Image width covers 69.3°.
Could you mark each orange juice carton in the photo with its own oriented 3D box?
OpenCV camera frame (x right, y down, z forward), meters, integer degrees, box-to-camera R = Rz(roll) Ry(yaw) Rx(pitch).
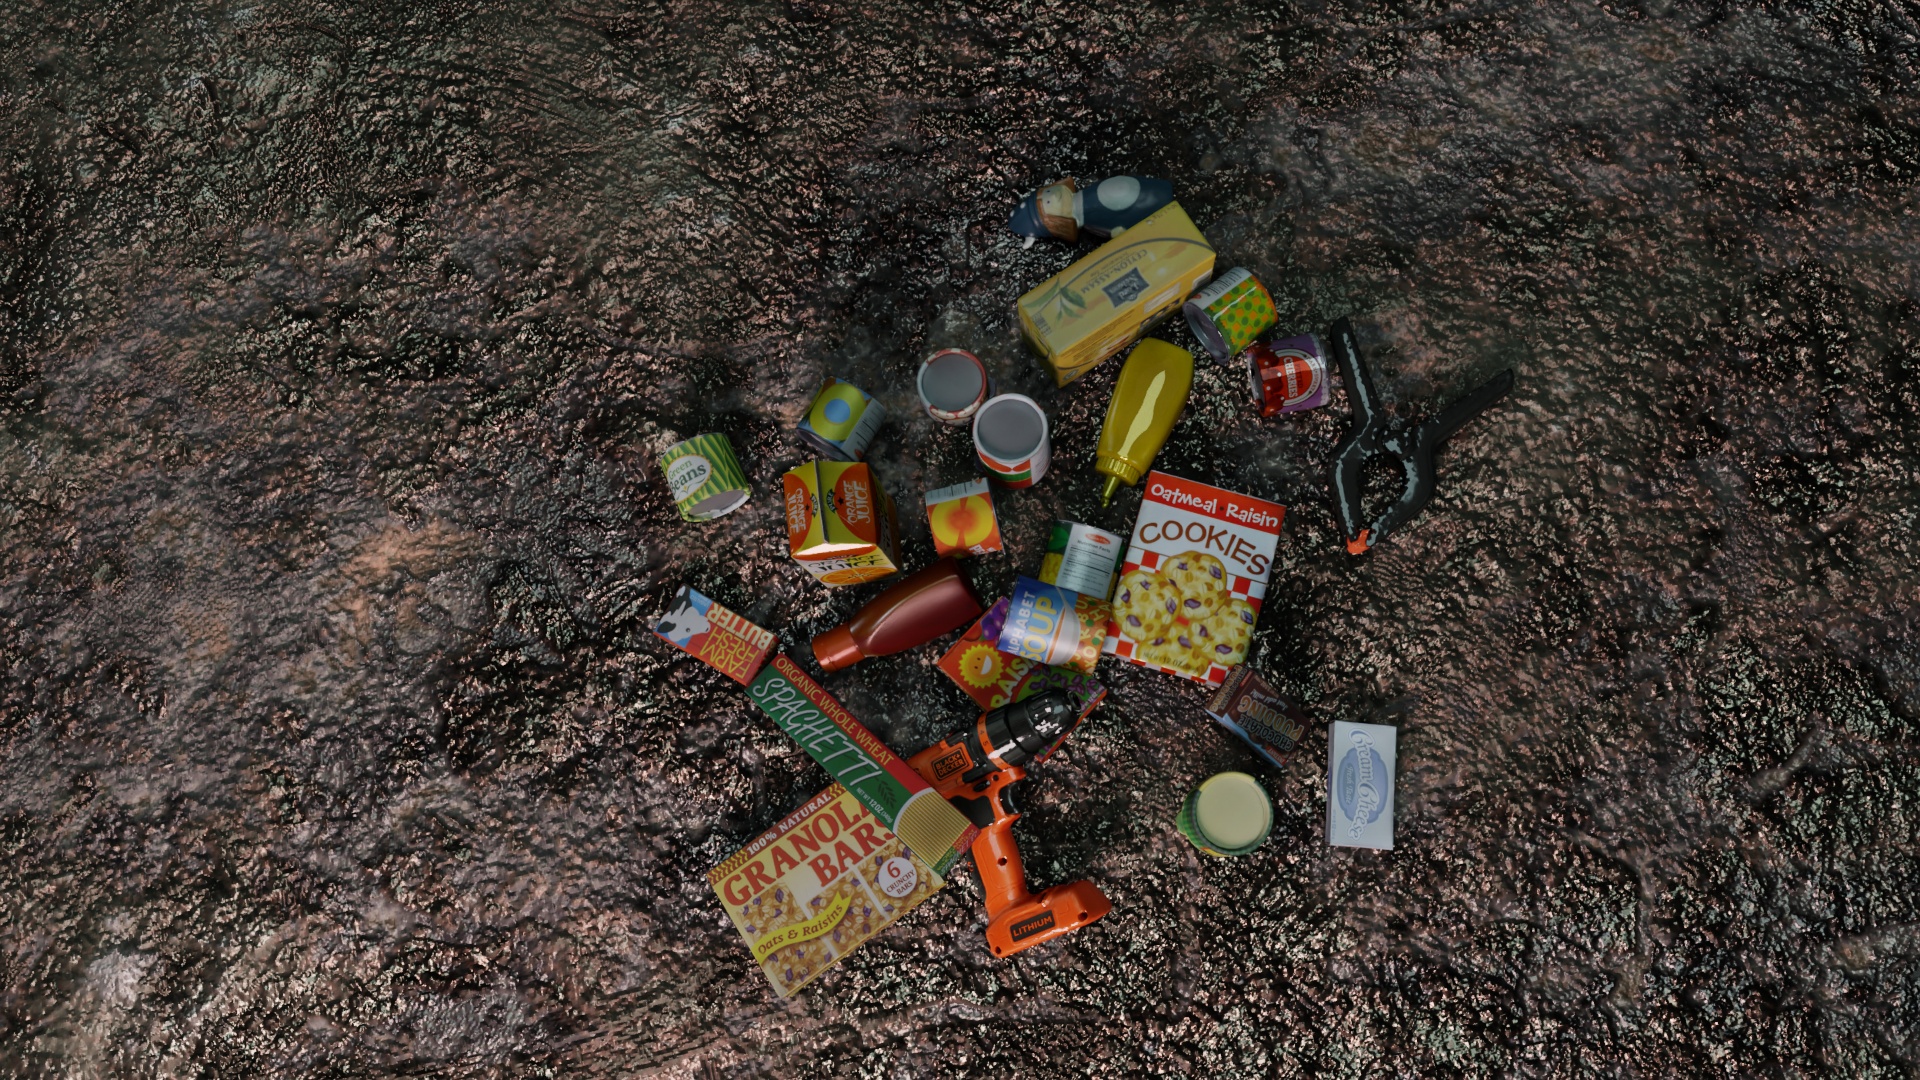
[{"bbox_3d":[-0.100,-0.015,1.172,0.073,0.192,0.072,-8,77,5],"label":"orange juice carton"}]

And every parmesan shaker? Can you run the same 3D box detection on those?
[{"bbox_3d":[0.213,0.224,1.130,0.071,0.103,0.071,-1,77,5],"label":"parmesan shaker"}]

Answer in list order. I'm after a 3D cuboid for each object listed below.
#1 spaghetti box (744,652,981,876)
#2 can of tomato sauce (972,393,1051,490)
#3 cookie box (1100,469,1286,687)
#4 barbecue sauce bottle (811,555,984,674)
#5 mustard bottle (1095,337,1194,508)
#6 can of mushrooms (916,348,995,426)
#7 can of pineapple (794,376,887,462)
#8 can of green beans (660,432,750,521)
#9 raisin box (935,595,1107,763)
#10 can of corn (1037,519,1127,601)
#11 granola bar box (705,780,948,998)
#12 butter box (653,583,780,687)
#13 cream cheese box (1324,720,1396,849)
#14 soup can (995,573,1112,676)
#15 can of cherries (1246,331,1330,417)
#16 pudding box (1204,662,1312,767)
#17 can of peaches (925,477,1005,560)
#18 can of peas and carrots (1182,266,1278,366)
[{"bbox_3d":[-0.088,0.183,1.168,0.250,0.028,0.050,37,79,31],"label":"spaghetti box"},{"bbox_3d":[0.044,-0.087,1.231,0.071,0.083,0.071,-1,77,5],"label":"can of tomato sauce"},{"bbox_3d":[0.202,0.034,1.210,0.123,0.040,0.167,16,80,9],"label":"cookie box"},{"bbox_3d":[-0.057,0.070,1.217,0.148,0.064,0.044,-26,40,7],"label":"barbecue sauce bottle"},{"bbox_3d":[0.156,-0.101,1.242,0.065,0.048,0.160,23,81,11],"label":"mustard bottle"},{"bbox_3d":[-0.004,-0.142,1.275,0.071,0.033,0.071,-1,76,6],"label":"can of mushrooms"},{"bbox_3d":[-0.109,-0.108,1.260,0.071,0.071,0.058,29,81,11],"label":"can of pineapple"},{"bbox_3d":[-0.231,-0.057,1.259,0.071,0.071,0.058,-25,76,0],"label":"can of green beans"},{"bbox_3d":[0.053,0.120,1.204,0.123,0.040,0.086,42,85,14],"label":"raisin box"},{"bbox_3d":[0.105,0.019,1.209,0.071,0.071,0.058,16,85,9],"label":"can of corn"},{"bbox_3d":[-0.113,0.286,1.180,0.166,0.039,0.124,-35,75,-3],"label":"granola bar box"},{"bbox_3d":[-0.218,0.086,1.246,0.103,0.024,0.053,28,80,11],"label":"butter box"},{"bbox_3d":[0.336,0.205,1.164,0.053,0.024,0.104,4,77,5],"label":"cream cheese box"},{"bbox_3d":[0.078,0.072,1.157,0.084,0.071,0.071,16,79,3],"label":"soup can"},{"bbox_3d":[0.290,-0.146,1.228,0.058,0.071,0.071,-12,76,3],"label":"can of cherries"},{"bbox_3d":[0.249,0.147,1.161,0.083,0.030,0.050,40,84,-26],"label":"pudding box"},{"bbox_3d":[0.004,-0.015,1.227,0.058,0.071,0.071,-13,76,3],"label":"can of peaches"},{"bbox_3d":[0.244,-0.202,1.250,0.059,0.071,0.071,-36,76,-4],"label":"can of peas and carrots"}]
